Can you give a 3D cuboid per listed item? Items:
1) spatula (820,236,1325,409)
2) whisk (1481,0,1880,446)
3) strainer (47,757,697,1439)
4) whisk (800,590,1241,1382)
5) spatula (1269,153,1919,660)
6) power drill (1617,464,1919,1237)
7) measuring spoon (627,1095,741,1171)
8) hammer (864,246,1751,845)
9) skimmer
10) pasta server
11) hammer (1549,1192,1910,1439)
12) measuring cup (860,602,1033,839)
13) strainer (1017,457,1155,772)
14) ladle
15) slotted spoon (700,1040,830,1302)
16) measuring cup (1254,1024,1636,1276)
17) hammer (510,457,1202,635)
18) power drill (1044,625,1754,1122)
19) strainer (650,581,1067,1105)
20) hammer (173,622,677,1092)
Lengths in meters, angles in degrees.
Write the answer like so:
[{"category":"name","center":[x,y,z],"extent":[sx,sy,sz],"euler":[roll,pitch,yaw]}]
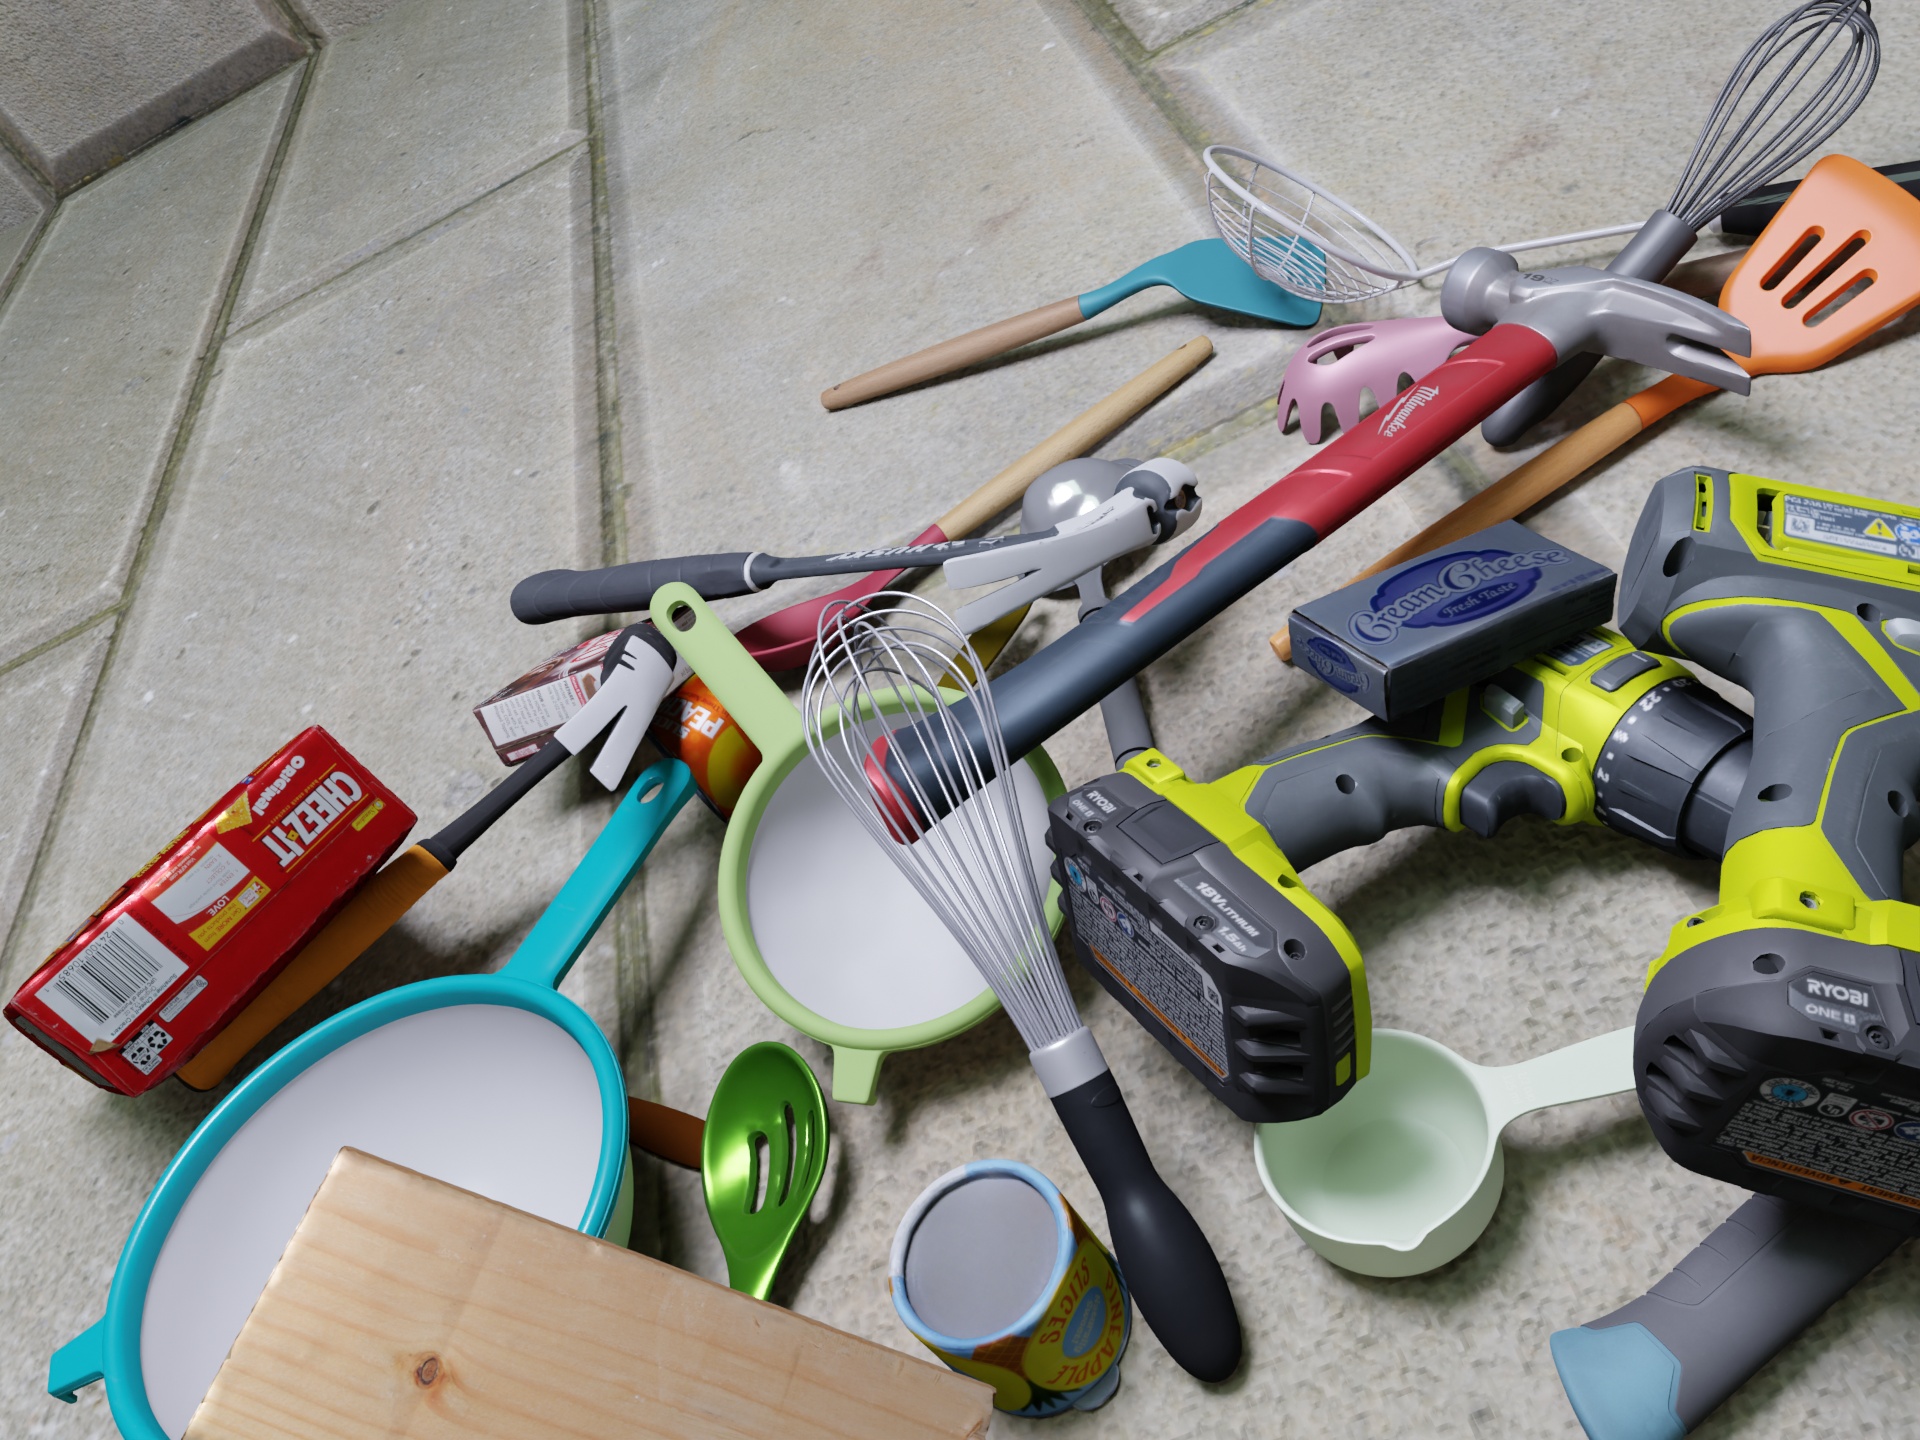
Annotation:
[{"category":"spatula","center":[0.054,-0.226,0.939],"extent":[0.317,0.044,0.082],"euler":[-12,46,28]},{"category":"whisk","center":[0.315,-0.219,0.707],"extent":[0.239,0.055,0.055],"euler":[-51,39,13]},{"category":"strainer","center":[-0.186,0.166,0.660],"extent":[0.211,0.095,0.340],"euler":[4,47,28]},{"category":"whisk","center":[0.021,0.084,0.528],"extent":[0.070,0.070,0.285],"euler":[-27,80,6]},{"category":"spatula","center":[0.270,-0.123,0.689],"extent":[0.322,0.041,0.081],"euler":[-34,63,1]},{"category":"power drill","center":[0.276,0.026,0.448],"extent":[0.171,0.080,0.223],"euler":[14,52,12]},{"category":"measuring spoon","center":[-0.138,0.170,0.680],"extent":[0.117,0.011,0.021],"euler":[9,56,37]},{"category":"hammer","center":[0.130,-0.068,0.626],"extent":[0.386,0.038,0.143],"euler":[-36,41,-15]},{"category":"skimmer","center":[0.299,-0.266,0.772],"extent":[0.363,0.090,0.127],"euler":[-1,19,28]},{"category":"pasta server","center":[0.303,-0.192,0.749],"extent":[0.316,0.040,0.060],"euler":[-9,46,19]},{"category":"hammer","center":[0.301,0.098,0.462],"extent":[0.331,0.033,0.128],"euler":[-38,40,-6]},{"category":"measuring cup","center":[-0.001,-0.002,0.753],"extent":[0.062,0.029,0.156],"euler":[11,54,38]},{"category":"strainer","center":[0.064,-0.056,0.756],"extent":[0.087,0.050,0.259],"euler":[-34,42,23]},{"category":"ladle","center":[0.010,-0.116,0.855],"extent":[0.315,0.031,0.069],"euler":[-36,25,-7]},{"category":"slotted spoon","center":[-0.082,0.258,0.549],"extent":[0.070,0.031,0.314],"euler":[-27,41,32]},{"category":"measuring cup","center":[0.179,0.127,0.508],"extent":[0.167,0.038,0.083],"euler":[-19,41,10]},{"category":"hammer","center":[-0.091,-0.072,0.787],"extent":[0.409,0.036,0.149],"euler":[-1,21,40]},{"category":"power drill","center":[0.164,0.037,0.545],"extent":[0.228,0.080,0.191],"euler":[-26,37,-19]},{"category":"strainer","center":[-0.051,0.033,0.682],"extent":[0.151,0.069,0.257],"euler":[-43,61,-1]},{"category":"hammer","center":[-0.269,0.083,0.761],"extent":[0.337,0.034,0.127],"euler":[-38,18,17]}]
